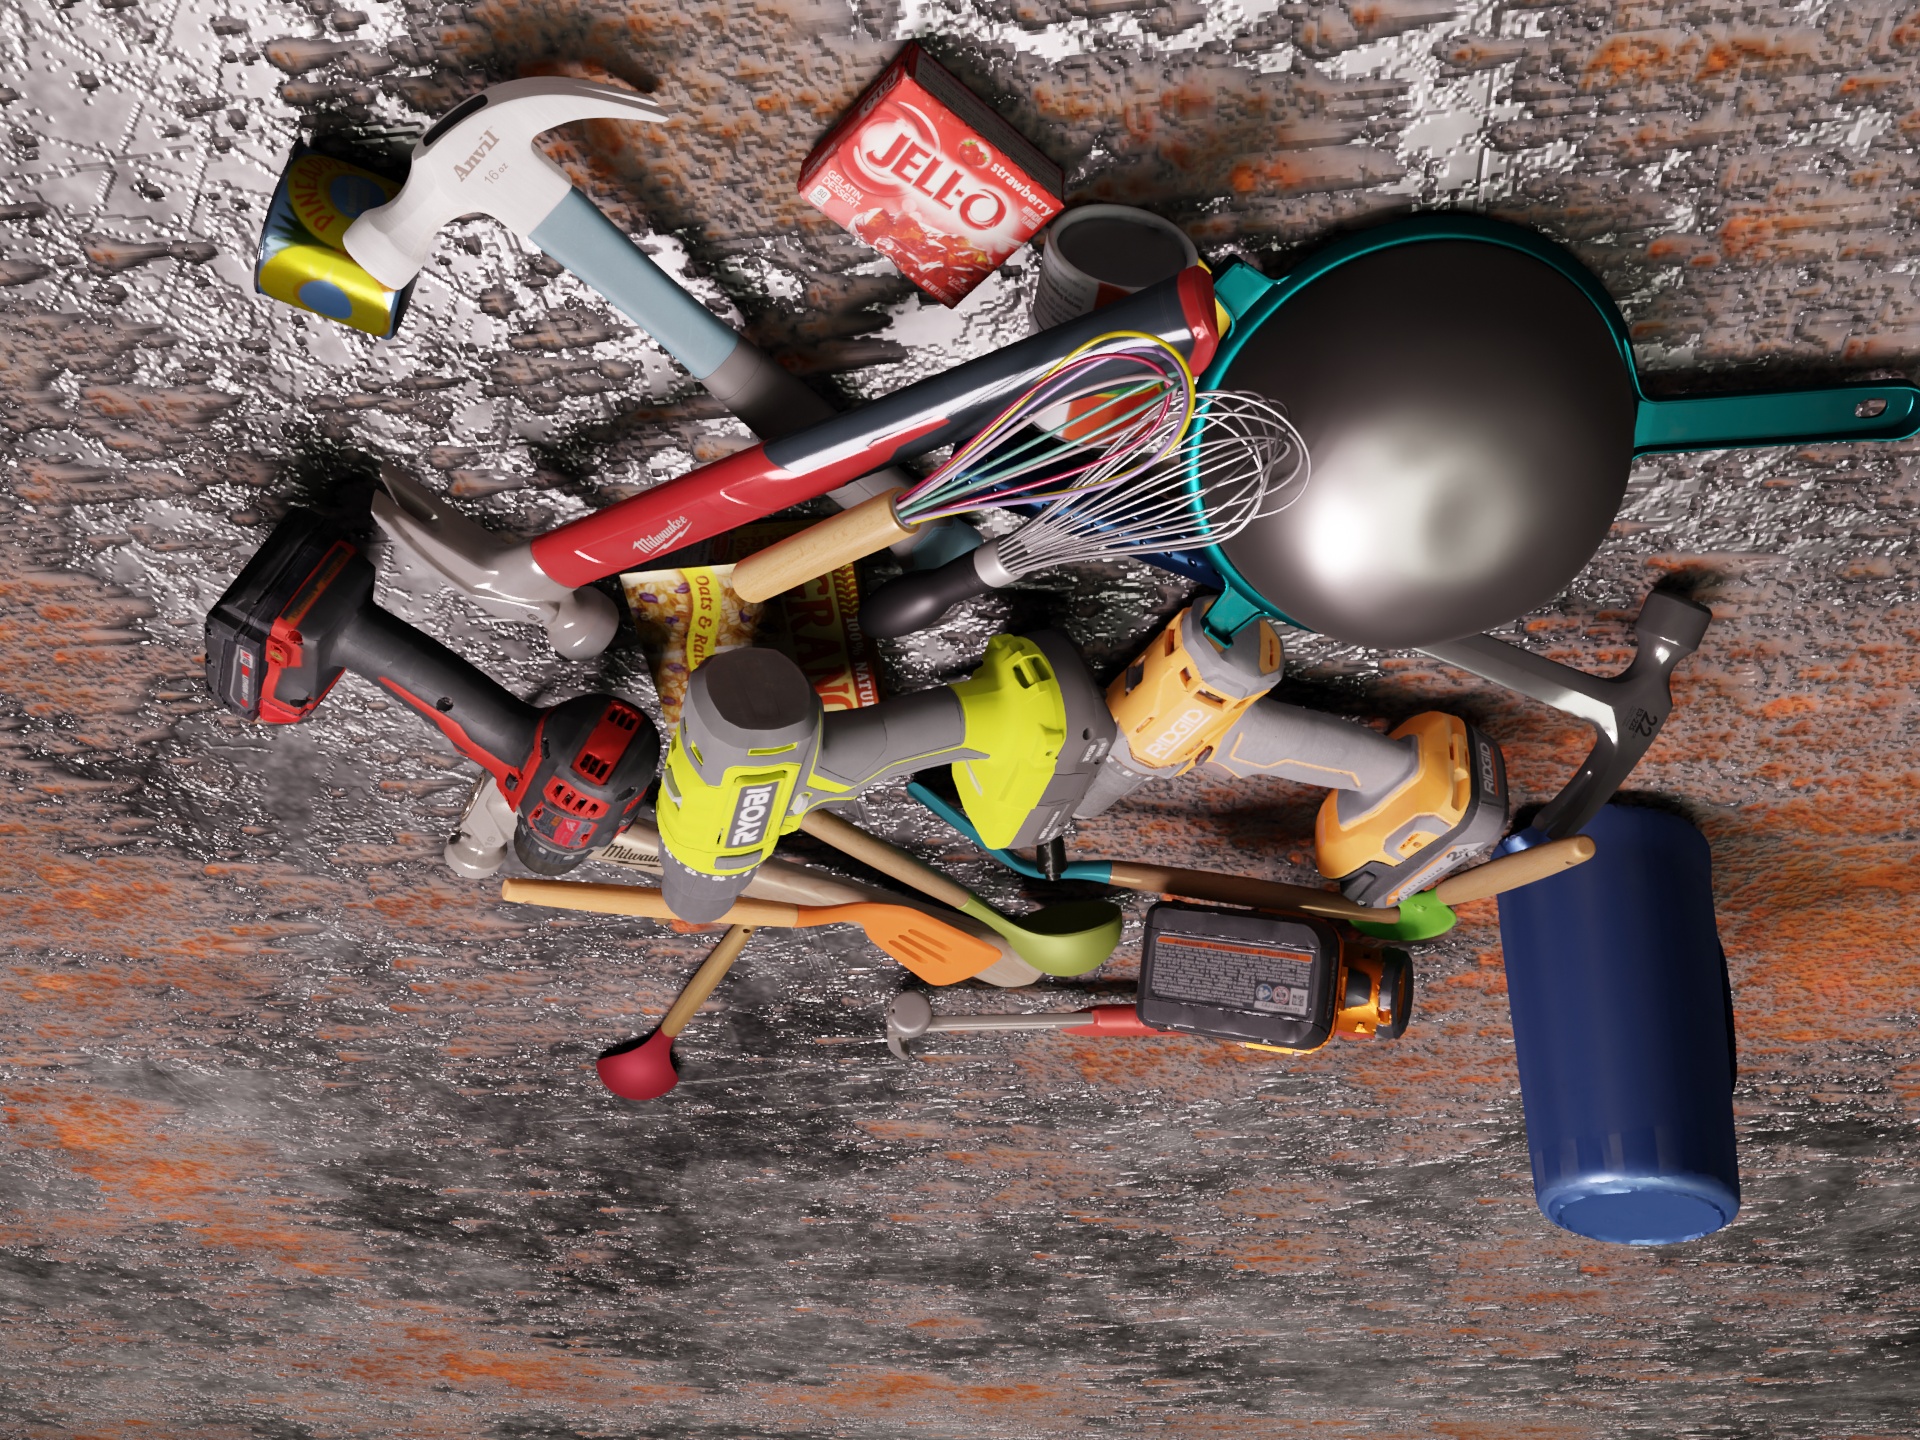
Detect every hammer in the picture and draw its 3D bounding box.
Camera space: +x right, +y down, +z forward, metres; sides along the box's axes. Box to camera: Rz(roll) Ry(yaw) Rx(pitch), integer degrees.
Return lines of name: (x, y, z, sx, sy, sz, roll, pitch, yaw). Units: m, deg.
hammer: (-0.115, 0.101, 1.044, 0.410, 0.038, 0.146, 20, 134, -24)
hammer: (0.183, -0.059, 0.814, 0.405, 0.035, 0.144, 19, 100, -11)
hammer: (0.125, 0.224, 1.181, 0.359, 0.037, 0.149, -1, 161, -1)
hammer: (-0.103, -0.158, 0.729, 0.128, 0.033, 0.330, -44, 132, 10)
hammer: (-0.075, -0.121, 0.693, 0.386, 0.038, 0.143, -17, 145, 26)

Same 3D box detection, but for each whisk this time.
whisk: (-0.007, -0.099, 0.660, 0.245, 0.051, 0.047, -19, 122, 36)
whisk: (0.040, -0.084, 0.731, 0.070, 0.070, 0.284, 32, 148, -30)

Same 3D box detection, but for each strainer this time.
strainer: (0.272, -0.111, 0.703, 0.340, 0.095, 0.210, -4, 124, 1)

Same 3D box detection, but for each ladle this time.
ladle: (-0.216, 0.228, 1.237, 0.069, 0.031, 0.315, 20, 136, -18)
ladle: (-0.014, 0.090, 0.999, 0.319, 0.062, 0.078, 32, 158, -37)

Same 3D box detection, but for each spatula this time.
spatula: (0.120, 0.087, 0.991, 0.317, 0.044, 0.082, 9, 171, -3)
spatula: (-0.125, 0.128, 0.989, 0.322, 0.041, 0.081, 10, 152, -32)

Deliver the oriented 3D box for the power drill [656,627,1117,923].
power drill: (-0.049, 0.032, 0.844, 0.228, 0.080, 0.190, -9, 145, -26)

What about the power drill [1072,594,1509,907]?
power drill: (0.177, 0.032, 0.931, 0.226, 0.084, 0.185, 24, 139, -17)

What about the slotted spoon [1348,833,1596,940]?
slotted spoon: (0.304, 0.100, 0.951, 0.070, 0.031, 0.313, 12, 166, -1)

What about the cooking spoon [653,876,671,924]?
cooking spoon: (-0.163, 0.044, 1.015, 0.068, 0.017, 0.318, 14, 138, -12)

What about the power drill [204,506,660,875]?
power drill: (-0.277, 0.003, 0.850, 0.226, 0.080, 0.188, 31, 149, -10)

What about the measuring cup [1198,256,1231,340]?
measuring cup: (0.138, -0.164, 0.745, 0.062, 0.029, 0.156, -25, 121, 28)

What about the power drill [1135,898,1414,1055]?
power drill: (0.191, 0.166, 1.031, 0.164, 0.084, 0.226, 4, 172, 28)
